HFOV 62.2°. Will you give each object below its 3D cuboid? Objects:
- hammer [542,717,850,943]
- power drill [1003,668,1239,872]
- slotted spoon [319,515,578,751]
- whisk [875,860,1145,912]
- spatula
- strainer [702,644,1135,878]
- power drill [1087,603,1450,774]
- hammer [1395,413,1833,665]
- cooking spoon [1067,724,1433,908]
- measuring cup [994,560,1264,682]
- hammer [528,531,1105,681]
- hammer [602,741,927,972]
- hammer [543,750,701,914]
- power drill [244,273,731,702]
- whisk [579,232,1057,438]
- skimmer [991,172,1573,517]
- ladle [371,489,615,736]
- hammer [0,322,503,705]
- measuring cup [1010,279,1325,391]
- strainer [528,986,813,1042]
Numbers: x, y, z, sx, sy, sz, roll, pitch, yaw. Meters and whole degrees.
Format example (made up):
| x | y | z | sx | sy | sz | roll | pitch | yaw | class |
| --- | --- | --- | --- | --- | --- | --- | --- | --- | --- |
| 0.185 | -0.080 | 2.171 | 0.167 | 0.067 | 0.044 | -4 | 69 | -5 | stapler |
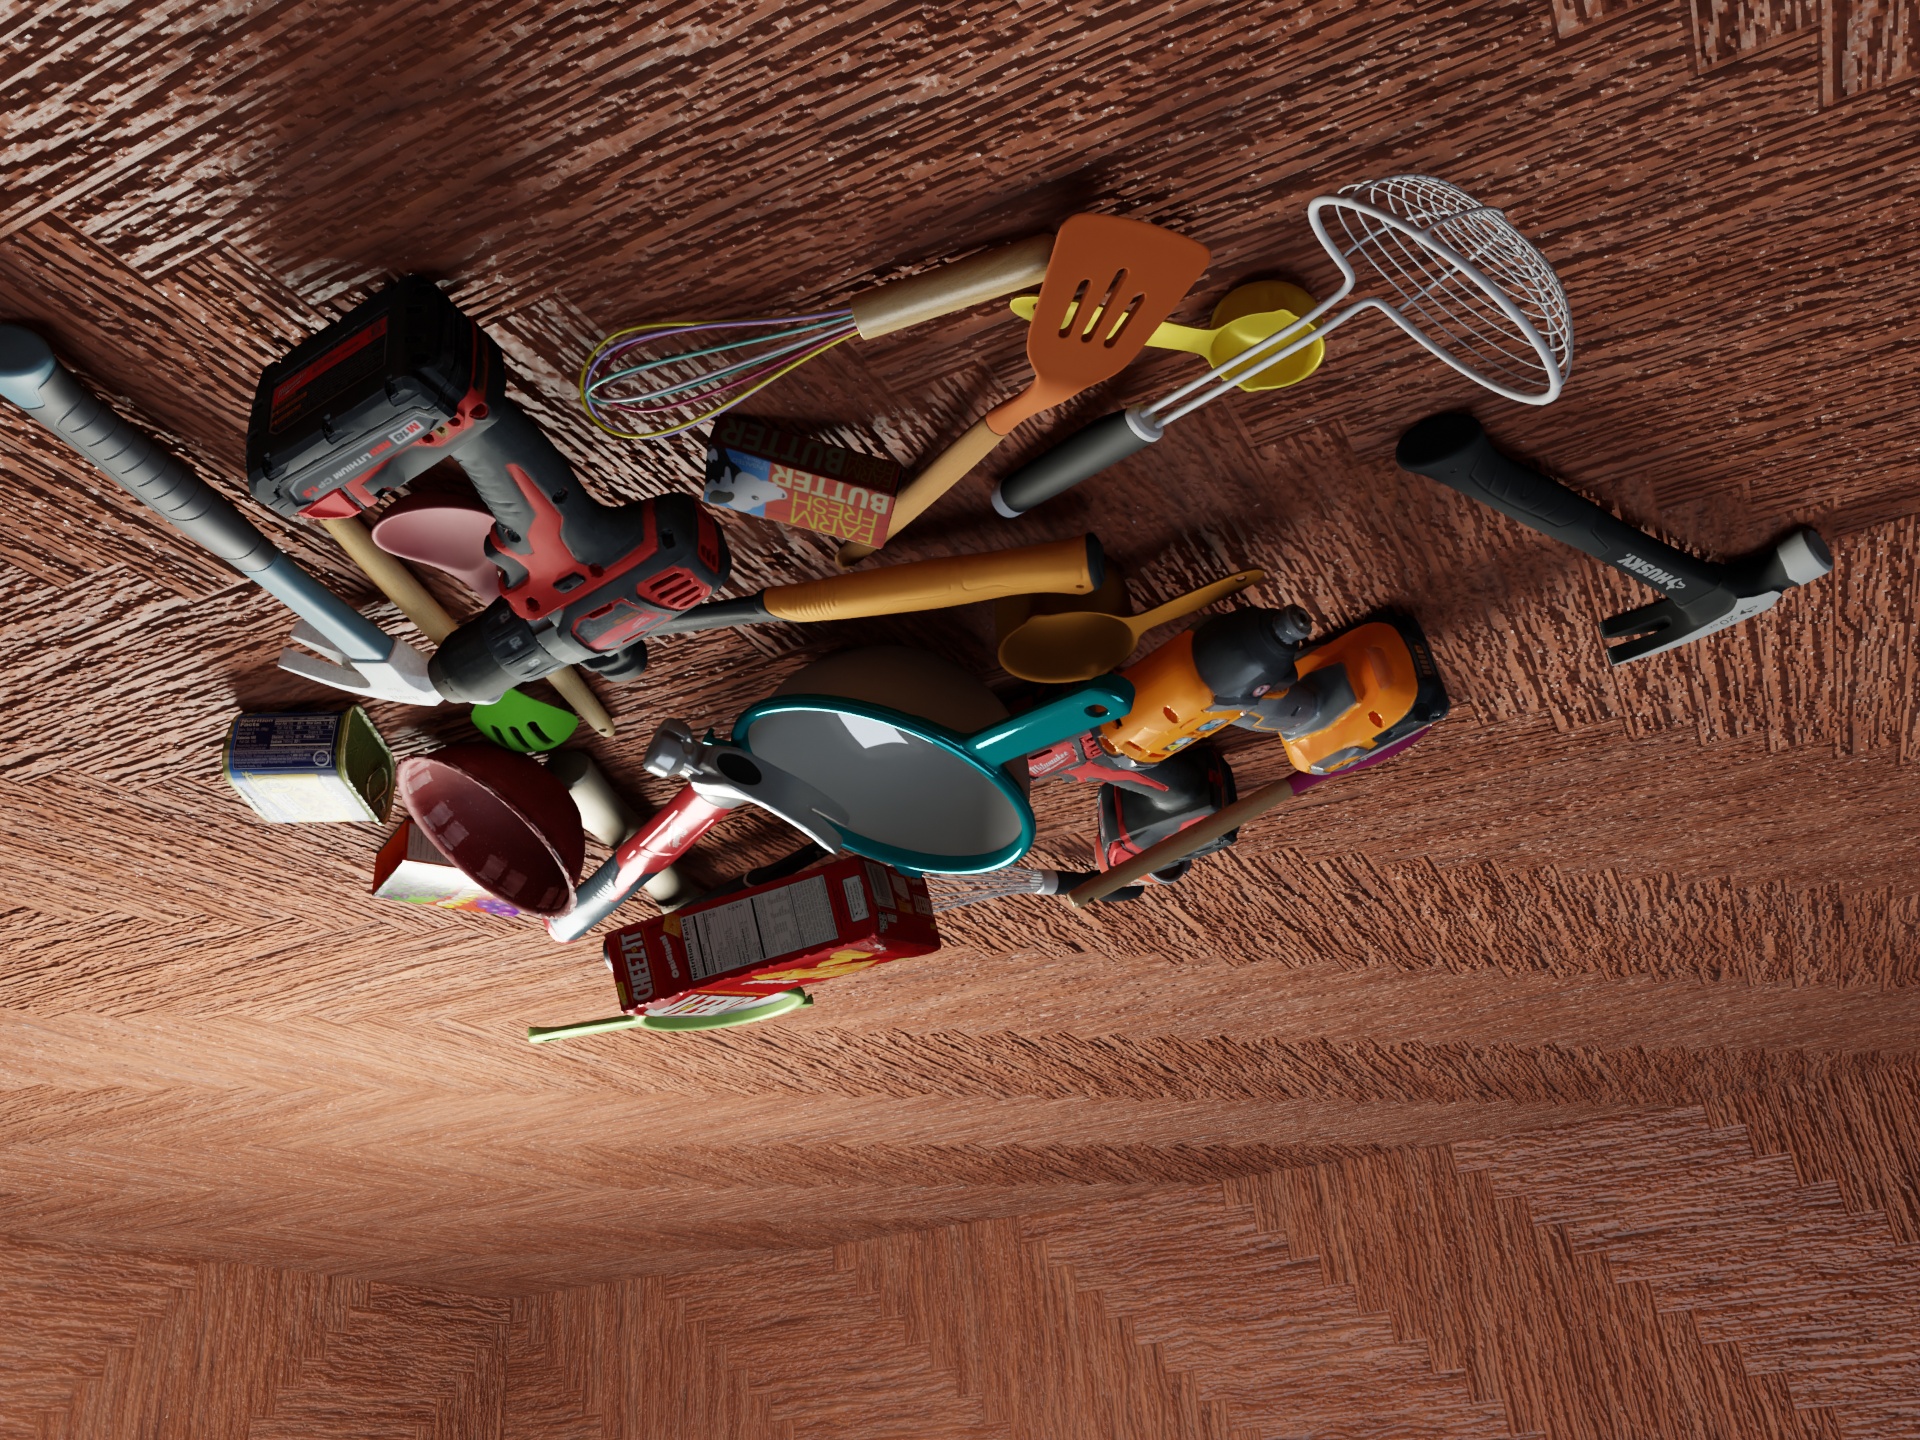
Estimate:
| x | y | z | sx | sy | sz | roll | pitch | yaw | class |
| --- | --- | --- | --- | --- | --- | --- | --- | --- | --- |
| -0.223 | 0.109 | 1.187 | 0.143 | 0.038 | 0.386 | 28 | 147 | -18 | hammer |
| 0.103 | 0.040 | 1.186 | 0.143 | 0.079 | 0.219 | -23 | 144 | 29 | power drill |
| -0.322 | -0.051 | 0.994 | 0.070 | 0.031 | 0.313 | -6 | 151 | 9 | slotted spoon |
| 0.046 | 0.140 | 1.393 | 0.284 | 0.070 | 0.070 | 7 | 151 | -31 | whisk |
| 0.007 | -0.153 | 0.830 | 0.081 | 0.041 | 0.322 | 4 | 160 | -30 | spatula |
| -0.002 | -0.003 | 1.017 | 0.210 | 0.095 | 0.340 | 35 | 147 | -25 | strainer |
| 0.213 | -0.024 | 1.027 | 0.226 | 0.084 | 0.164 | 1 | 155 | -39 | power drill |
| 0.383 | -0.114 | 0.976 | 0.334 | 0.035 | 0.146 | 16 | 145 | -34 | hammer |
| 0.221 | 0.061 | 1.176 | 0.319 | 0.017 | 0.068 | -26 | 140 | -8 | cooking spoon |
| 0.101 | -0.080 | 0.980 | 0.173 | 0.052 | 0.095 | -20 | 149 | 22 | measuring cup |
| -0.083 | -0.075 | 0.939 | 0.337 | 0.034 | 0.127 | -7 | 162 | 12 | hammer |
| -0.143 | 0.122 | 1.296 | 0.409 | 0.036 | 0.149 | -29 | 147 | 27 | hammer |
| -0.245 | 0.126 | 1.336 | 0.146 | 0.038 | 0.410 | -9 | 152 | 5 | hammer |
| -0.252 | -0.097 | 0.812 | 0.188 | 0.080 | 0.226 | -26 | 142 | 18 | power drill |
| -0.071 | -0.189 | 0.757 | 0.245 | 0.047 | 0.051 | -15 | 163 | 11 | whisk |
| 0.119 | -0.144 | 0.752 | 0.127 | 0.090 | 0.363 | 37 | 148 | -22 | skimmer |
| -0.272 | -0.058 | 0.988 | 0.069 | 0.031 | 0.315 | -11 | 154 | 4 | ladle |
| -0.391 | -0.097 | 0.864 | 0.128 | 0.033 | 0.330 | 2 | 153 | 23 | hammer |
| 0.103 | -0.201 | 0.785 | 0.156 | 0.029 | 0.062 | 10 | 153 | -2 | measuring cup |
| -0.267 | 0.238 | 1.425 | 0.256 | 0.069 | 0.151 | -11 | 160 | 8 | strainer |
